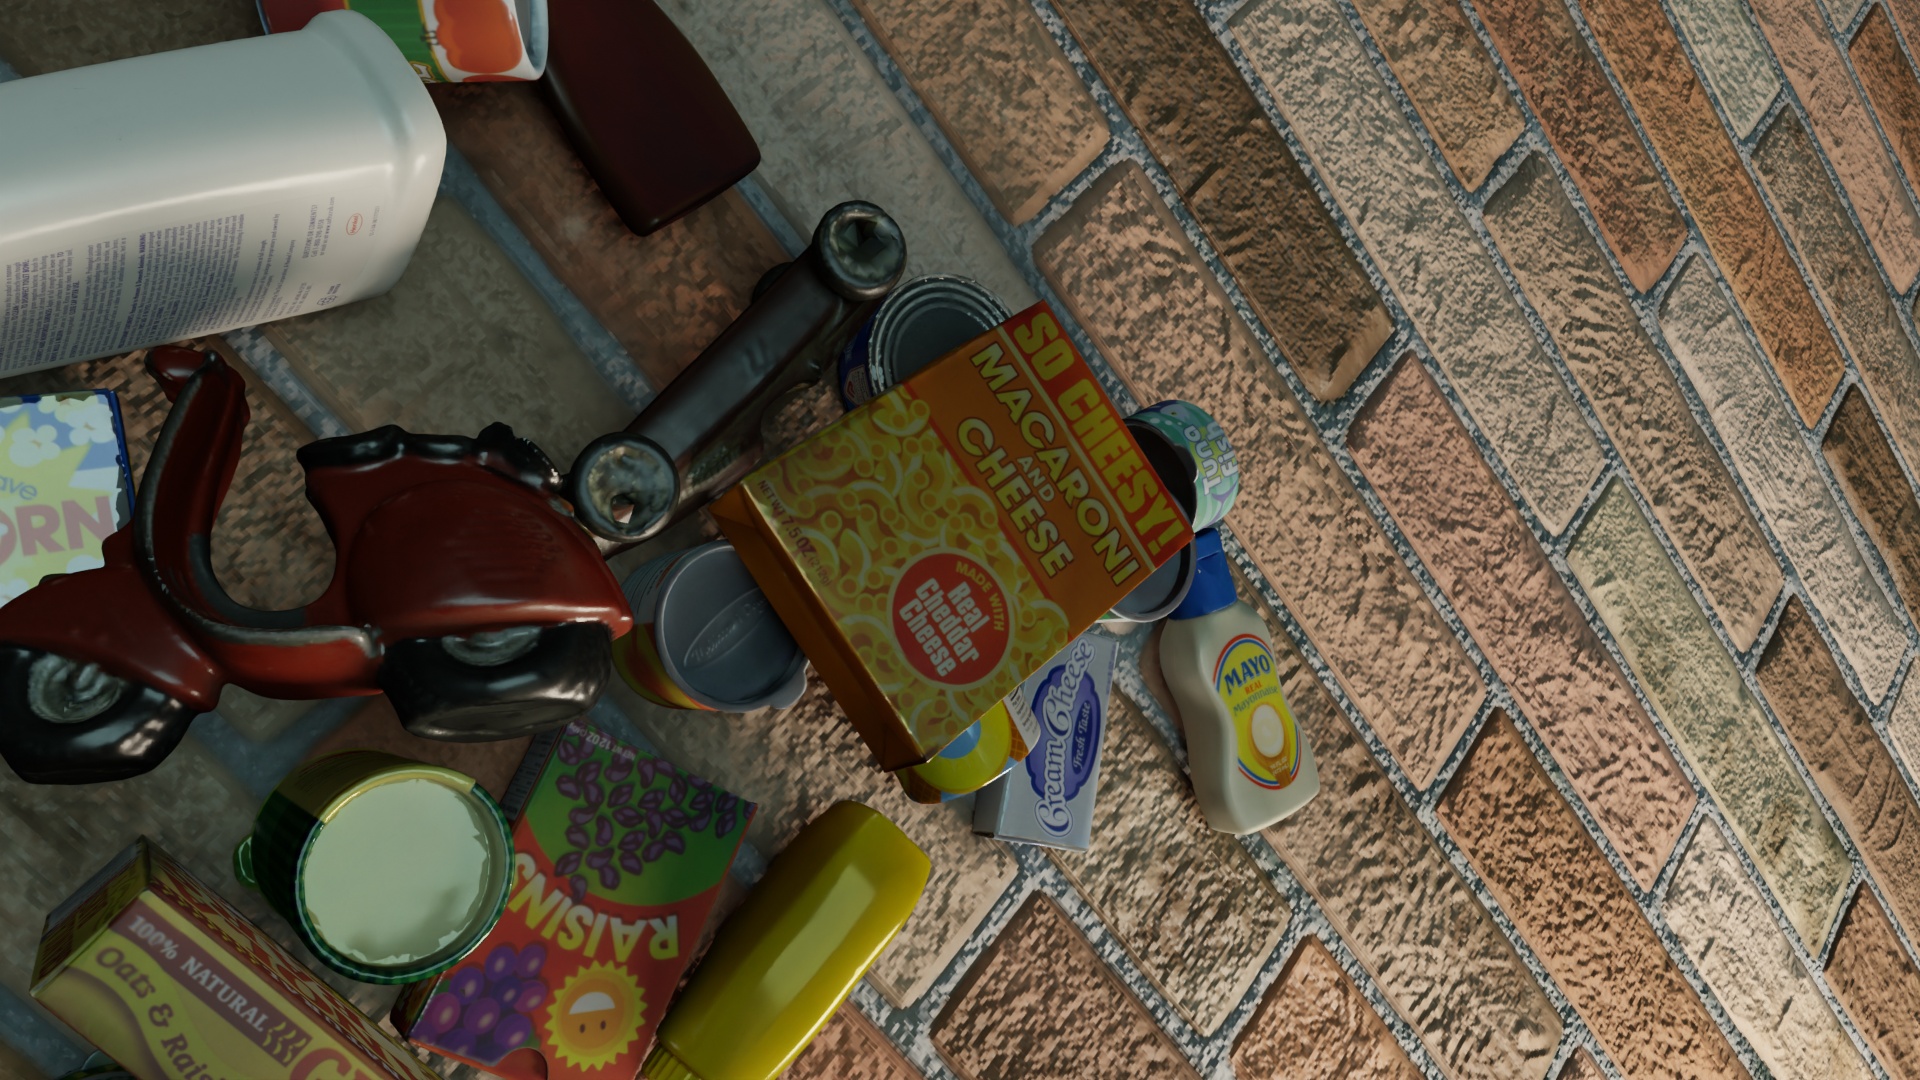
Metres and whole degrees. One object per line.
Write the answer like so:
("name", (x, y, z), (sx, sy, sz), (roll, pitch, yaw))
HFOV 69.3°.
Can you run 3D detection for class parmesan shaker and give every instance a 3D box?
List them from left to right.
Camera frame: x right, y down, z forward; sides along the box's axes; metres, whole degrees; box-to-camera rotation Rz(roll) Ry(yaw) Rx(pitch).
("parmesan shaker", (-0.194, 0.104, 0.455), (0.071, 0.103, 0.071), (3, 84, -32))

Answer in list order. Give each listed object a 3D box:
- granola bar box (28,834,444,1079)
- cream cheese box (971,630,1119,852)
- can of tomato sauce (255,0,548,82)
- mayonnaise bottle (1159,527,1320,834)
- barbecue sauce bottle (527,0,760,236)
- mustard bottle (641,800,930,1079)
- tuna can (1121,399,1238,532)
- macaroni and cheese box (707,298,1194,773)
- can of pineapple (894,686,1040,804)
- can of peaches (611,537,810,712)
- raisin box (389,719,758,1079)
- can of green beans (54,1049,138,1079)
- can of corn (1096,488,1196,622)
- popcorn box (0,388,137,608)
("granola bar box", (-0.203, 0.164, 0.431), (0.165, 0.124, 0.039), (50, 64, -18))
("cream cheese box", (0.041, 0.090, 0.649), (0.053, 0.024, 0.104), (17, 76, -29))
("can of tomato sauce", (-0.195, -0.194, 0.492), (0.083, 0.071, 0.071), (-3, 86, -4))
("mayonnaise bottle", (0.133, 0.069, 0.698), (0.065, 0.041, 0.148), (-21, 97, -30))
("barbecue sauce bottle", (-0.145, -0.200, 0.554), (0.065, 0.043, 0.148), (-40, 105, -27))
("mustard bottle", (-0.078, 0.177, 0.546), (0.049, 0.065, 0.161), (45, 70, -14))
("tuna can", (0.102, -0.034, 0.673), (0.033, 0.071, 0.071), (-26, 99, -32))
("macaroni and cheese box", (0.002, -0.007, 0.557), (0.167, 0.040, 0.123), (-36, 95, -33))
("can of pineapple", (-0.008, 0.072, 0.597), (0.071, 0.071, 0.057), (-33, 103, -30))
("can of peaches", (-0.098, 0.036, 0.549), (0.071, 0.058, 0.071), (4, 82, -32))
("raisin box", (-0.142, 0.138, 0.521), (0.086, 0.040, 0.124), (33, 69, -26))
("can of green beans", (-0.264, 0.201, 0.428), (0.071, 0.057, 0.071), (4, 83, -32))
("can of corn", (0.066, 0.004, 0.654), (0.071, 0.058, 0.071), (4, 83, -31))
("popcorn box", (-0.323, 0.003, 0.424), (0.127, 0.038, 0.085), (-11, 92, -33))
